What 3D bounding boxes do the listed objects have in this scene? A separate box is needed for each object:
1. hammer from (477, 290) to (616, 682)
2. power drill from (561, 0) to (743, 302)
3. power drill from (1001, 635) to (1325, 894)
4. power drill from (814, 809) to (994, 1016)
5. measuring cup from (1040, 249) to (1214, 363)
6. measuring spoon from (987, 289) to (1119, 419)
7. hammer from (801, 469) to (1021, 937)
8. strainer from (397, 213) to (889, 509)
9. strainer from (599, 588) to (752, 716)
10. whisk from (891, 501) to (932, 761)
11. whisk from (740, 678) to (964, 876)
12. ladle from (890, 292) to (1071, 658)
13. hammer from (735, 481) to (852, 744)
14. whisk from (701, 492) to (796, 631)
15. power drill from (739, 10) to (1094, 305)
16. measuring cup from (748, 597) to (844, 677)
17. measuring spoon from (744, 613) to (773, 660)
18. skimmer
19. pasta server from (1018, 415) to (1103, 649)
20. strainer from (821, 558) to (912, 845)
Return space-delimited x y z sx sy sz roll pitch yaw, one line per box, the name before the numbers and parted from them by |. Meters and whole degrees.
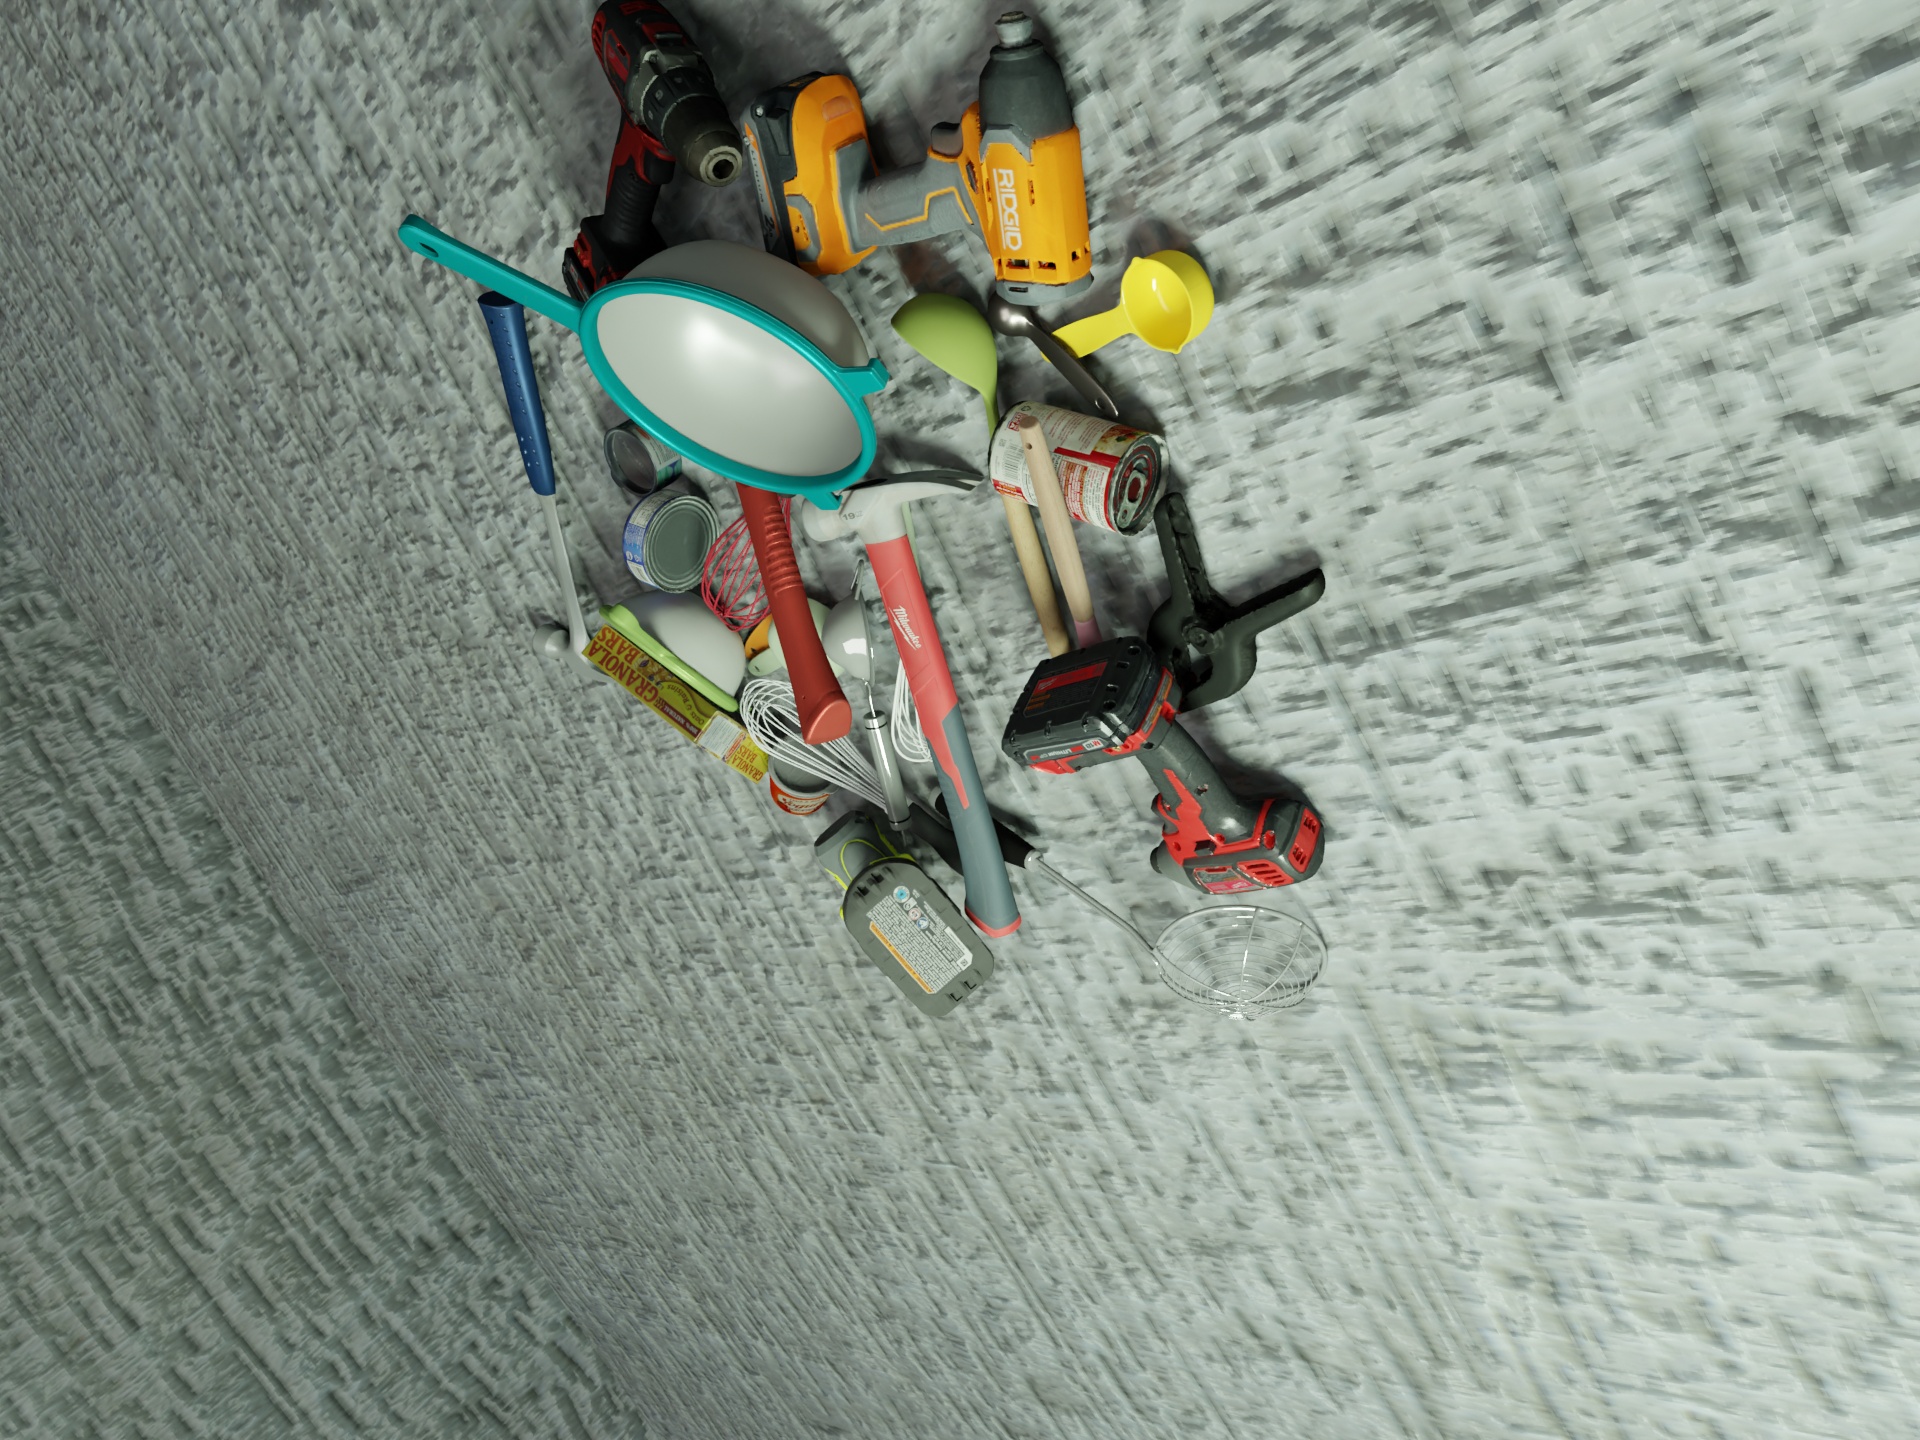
hammer | -0.388 -0.208 1.511 0.144 0.035 0.405 24 136 31
power drill | -0.212 -0.366 1.118 0.188 0.080 0.226 58 146 32
power drill | 0.140 0.045 1.118 0.219 0.079 0.143 42 147 -24
power drill | -0.042 0.176 1.383 0.190 0.080 0.228 50 176 -10
measuring cup | 0.101 -0.251 0.994 0.156 0.029 0.062 -4 117 60
measuring spoon | 0.057 -0.235 1.033 0.124 0.018 0.034 48 154 18
hammer | -0.002 -0.004 1.235 0.143 0.038 0.386 -6 113 27
strainer | -0.198 -0.278 1.063 0.340 0.095 0.211 26 158 -5
strainer | -0.248 -0.084 1.378 0.151 0.069 0.256 37 175 7
whisk | -0.039 -0.072 1.265 0.058 0.059 0.246 -134 31 -55
whisk | -0.079 0.056 1.402 0.284 0.070 0.070 36 141 7
ladle | 0.027 -0.150 1.123 0.062 0.078 0.319 -18 120 3
hammer | -0.154 -0.153 1.204 0.149 0.036 0.359 -30 73 51
whisk | -0.148 -0.174 1.281 0.073 0.073 0.295 43 136 10
power drill | -0.025 -0.351 0.989 0.227 0.084 0.164 15 130 32
measuring cup | -0.154 -0.055 1.390 0.083 0.038 0.167 47 146 -14
measuring spoon | -0.170 -0.082 1.419 0.021 0.011 0.117 41 146 -4
skimmer | 0.122 0.126 1.279 0.364 0.090 0.127 33 151 38
pasta server | 0.076 -0.083 1.075 0.060 0.040 0.315 13 150 25
strainer | -0.075 -0.007 1.323 0.087 0.050 0.258 -122 17 -66
